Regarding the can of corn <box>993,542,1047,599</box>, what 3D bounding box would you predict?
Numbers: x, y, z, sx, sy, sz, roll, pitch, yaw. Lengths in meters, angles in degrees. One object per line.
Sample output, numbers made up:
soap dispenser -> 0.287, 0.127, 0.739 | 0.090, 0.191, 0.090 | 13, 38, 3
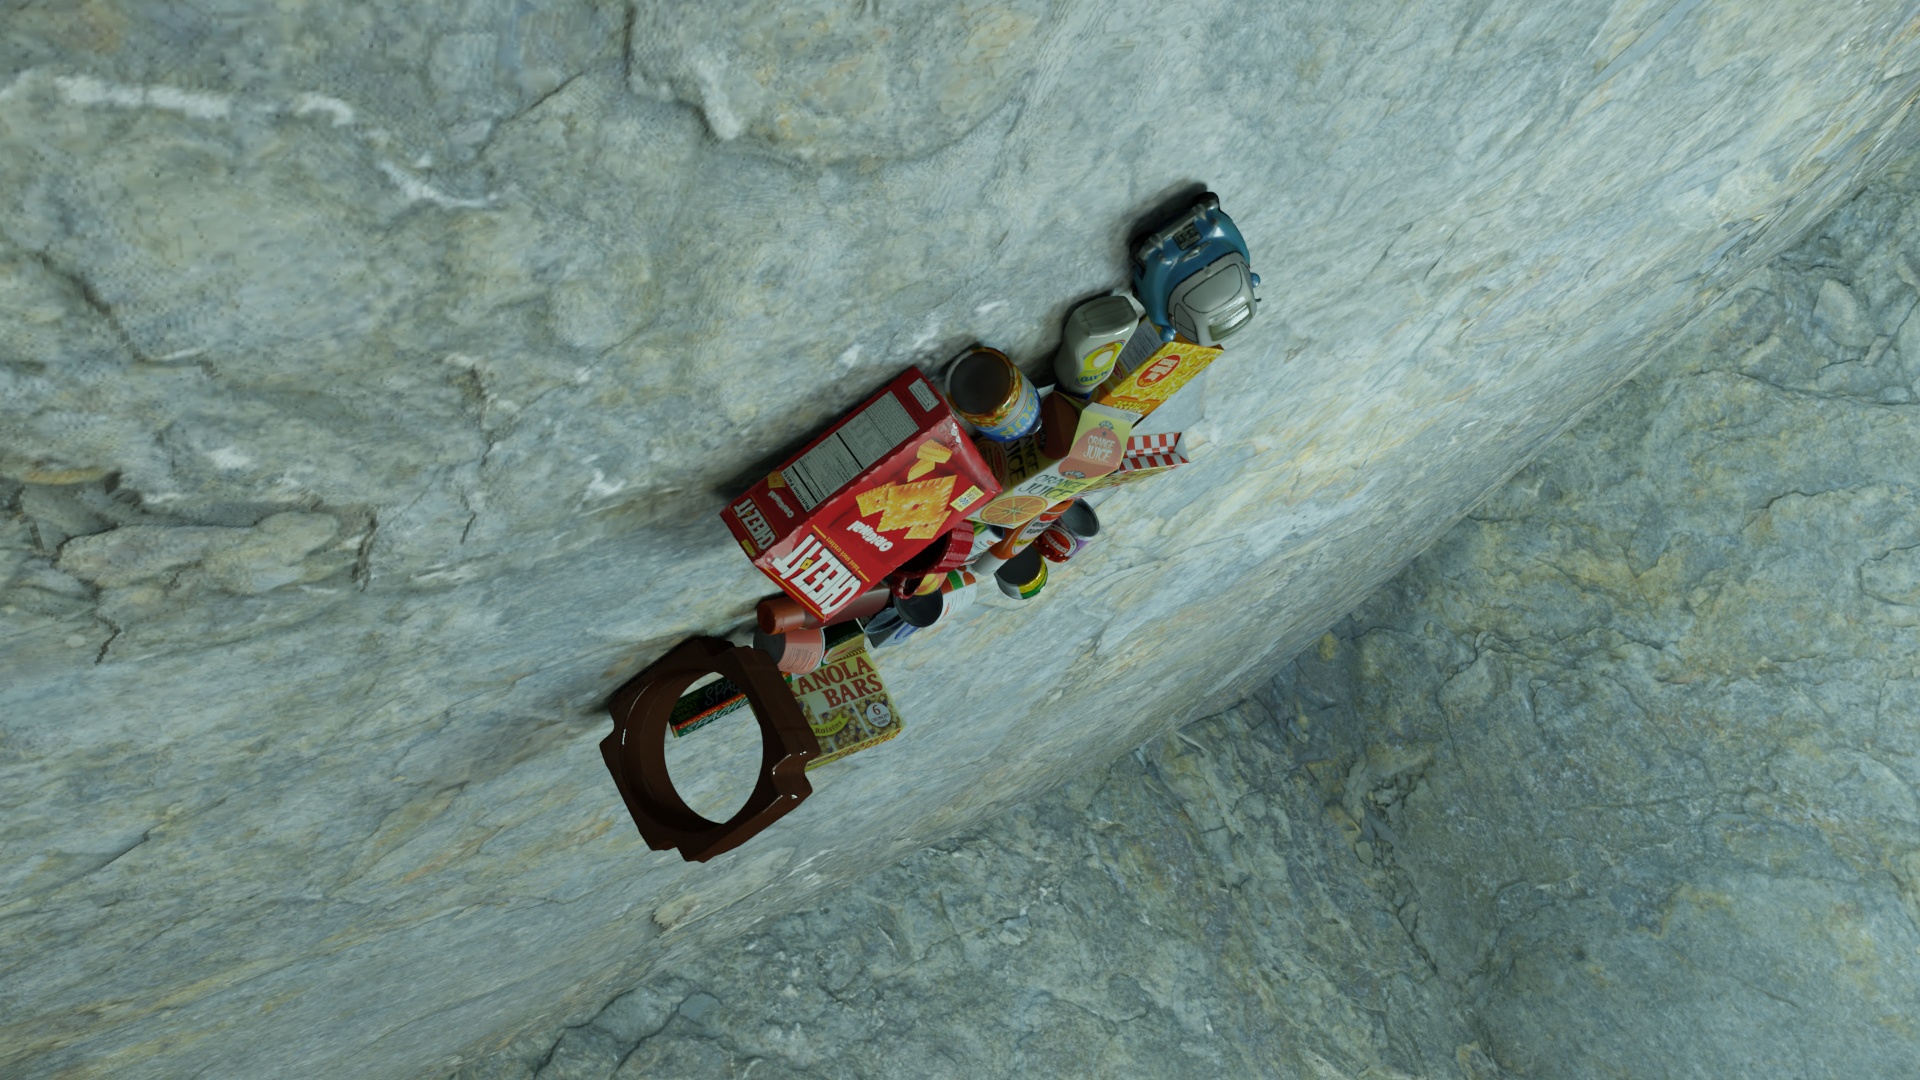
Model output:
can of corn -> 0.075, 0.033, 1.723 | 0.071, 0.071, 0.058 | -30, 161, -2

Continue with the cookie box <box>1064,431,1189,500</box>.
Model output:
cookie box -> 0.141, -0.076, 1.496 | 0.123, 0.040, 0.167 | -9, 174, -45

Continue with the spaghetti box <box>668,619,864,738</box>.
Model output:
spaghetti box -> -0.230, 0.161, 1.641 | 0.251, 0.029, 0.050 | -26, 161, -15

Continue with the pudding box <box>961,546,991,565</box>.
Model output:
pudding box -> -0.004, 0.006, 1.588 | 0.084, 0.030, 0.049 | -8, 152, -49

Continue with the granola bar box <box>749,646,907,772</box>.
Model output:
granola bar box -> -0.166, 0.208, 1.709 | 0.166, 0.124, 0.039 | -16, 156, -37

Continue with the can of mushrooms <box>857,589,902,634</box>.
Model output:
can of mushrooms -> -0.092, 0.079, 1.636 | 0.071, 0.033, 0.070 | -27, 161, -10

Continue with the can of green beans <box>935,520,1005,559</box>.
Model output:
can of green beans -> 0.006, -0.017, 1.483 | 0.057, 0.071, 0.071 | -30, 162, 18

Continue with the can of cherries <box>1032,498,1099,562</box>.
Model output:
can of cherries -> 0.123, -0.014, 1.672 | 0.072, 0.071, 0.058 | -10, 153, -47

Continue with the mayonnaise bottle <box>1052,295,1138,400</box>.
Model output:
mayonnaise bottle -> 0.119, -0.171, 1.305 | 0.065, 0.041, 0.147 | -20, 159, -18

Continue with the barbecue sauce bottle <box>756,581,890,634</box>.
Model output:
barbecue sauce bottle -> -0.150, 0.070, 1.509 | 0.149, 0.044, 0.064 | -13, 154, -41

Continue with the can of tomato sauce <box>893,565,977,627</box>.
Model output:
can of tomato sauce -> -0.030, 0.058, 1.613 | 0.071, 0.071, 0.083 | -42, 169, 29

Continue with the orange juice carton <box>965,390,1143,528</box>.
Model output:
orange juice carton -> 0.084, -0.085, 1.344 | 0.072, 0.073, 0.192 | 11, 150, -41

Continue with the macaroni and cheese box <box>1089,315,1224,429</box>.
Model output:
macaroni and cheese box -> 0.173, -0.159, 1.418 | 0.165, 0.040, 0.124 | -41, 159, 30

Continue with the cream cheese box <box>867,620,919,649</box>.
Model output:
cream cheese box -> -0.065, 0.097, 1.738 | 0.103, 0.024, 0.053 | -42, 158, 30

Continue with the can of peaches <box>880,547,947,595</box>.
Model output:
can of peaches -> -0.052, 0.023, 1.501 | 0.071, 0.071, 0.058 | -36, 160, 14

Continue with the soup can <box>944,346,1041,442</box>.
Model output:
soup can -> 0.031, -0.128, 1.236 | 0.071, 0.071, 0.083 | -34, 161, 9

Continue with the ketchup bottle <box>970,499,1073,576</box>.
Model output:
ketchup bottle -> 0.065, -0.013, 1.626 | 0.065, 0.043, 0.148 | -10, 153, -47

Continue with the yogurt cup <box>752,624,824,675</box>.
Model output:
yogurt cup -> -0.191, 0.114, 1.529 | 0.054, 0.072, 0.072 | 7, 139, -49
